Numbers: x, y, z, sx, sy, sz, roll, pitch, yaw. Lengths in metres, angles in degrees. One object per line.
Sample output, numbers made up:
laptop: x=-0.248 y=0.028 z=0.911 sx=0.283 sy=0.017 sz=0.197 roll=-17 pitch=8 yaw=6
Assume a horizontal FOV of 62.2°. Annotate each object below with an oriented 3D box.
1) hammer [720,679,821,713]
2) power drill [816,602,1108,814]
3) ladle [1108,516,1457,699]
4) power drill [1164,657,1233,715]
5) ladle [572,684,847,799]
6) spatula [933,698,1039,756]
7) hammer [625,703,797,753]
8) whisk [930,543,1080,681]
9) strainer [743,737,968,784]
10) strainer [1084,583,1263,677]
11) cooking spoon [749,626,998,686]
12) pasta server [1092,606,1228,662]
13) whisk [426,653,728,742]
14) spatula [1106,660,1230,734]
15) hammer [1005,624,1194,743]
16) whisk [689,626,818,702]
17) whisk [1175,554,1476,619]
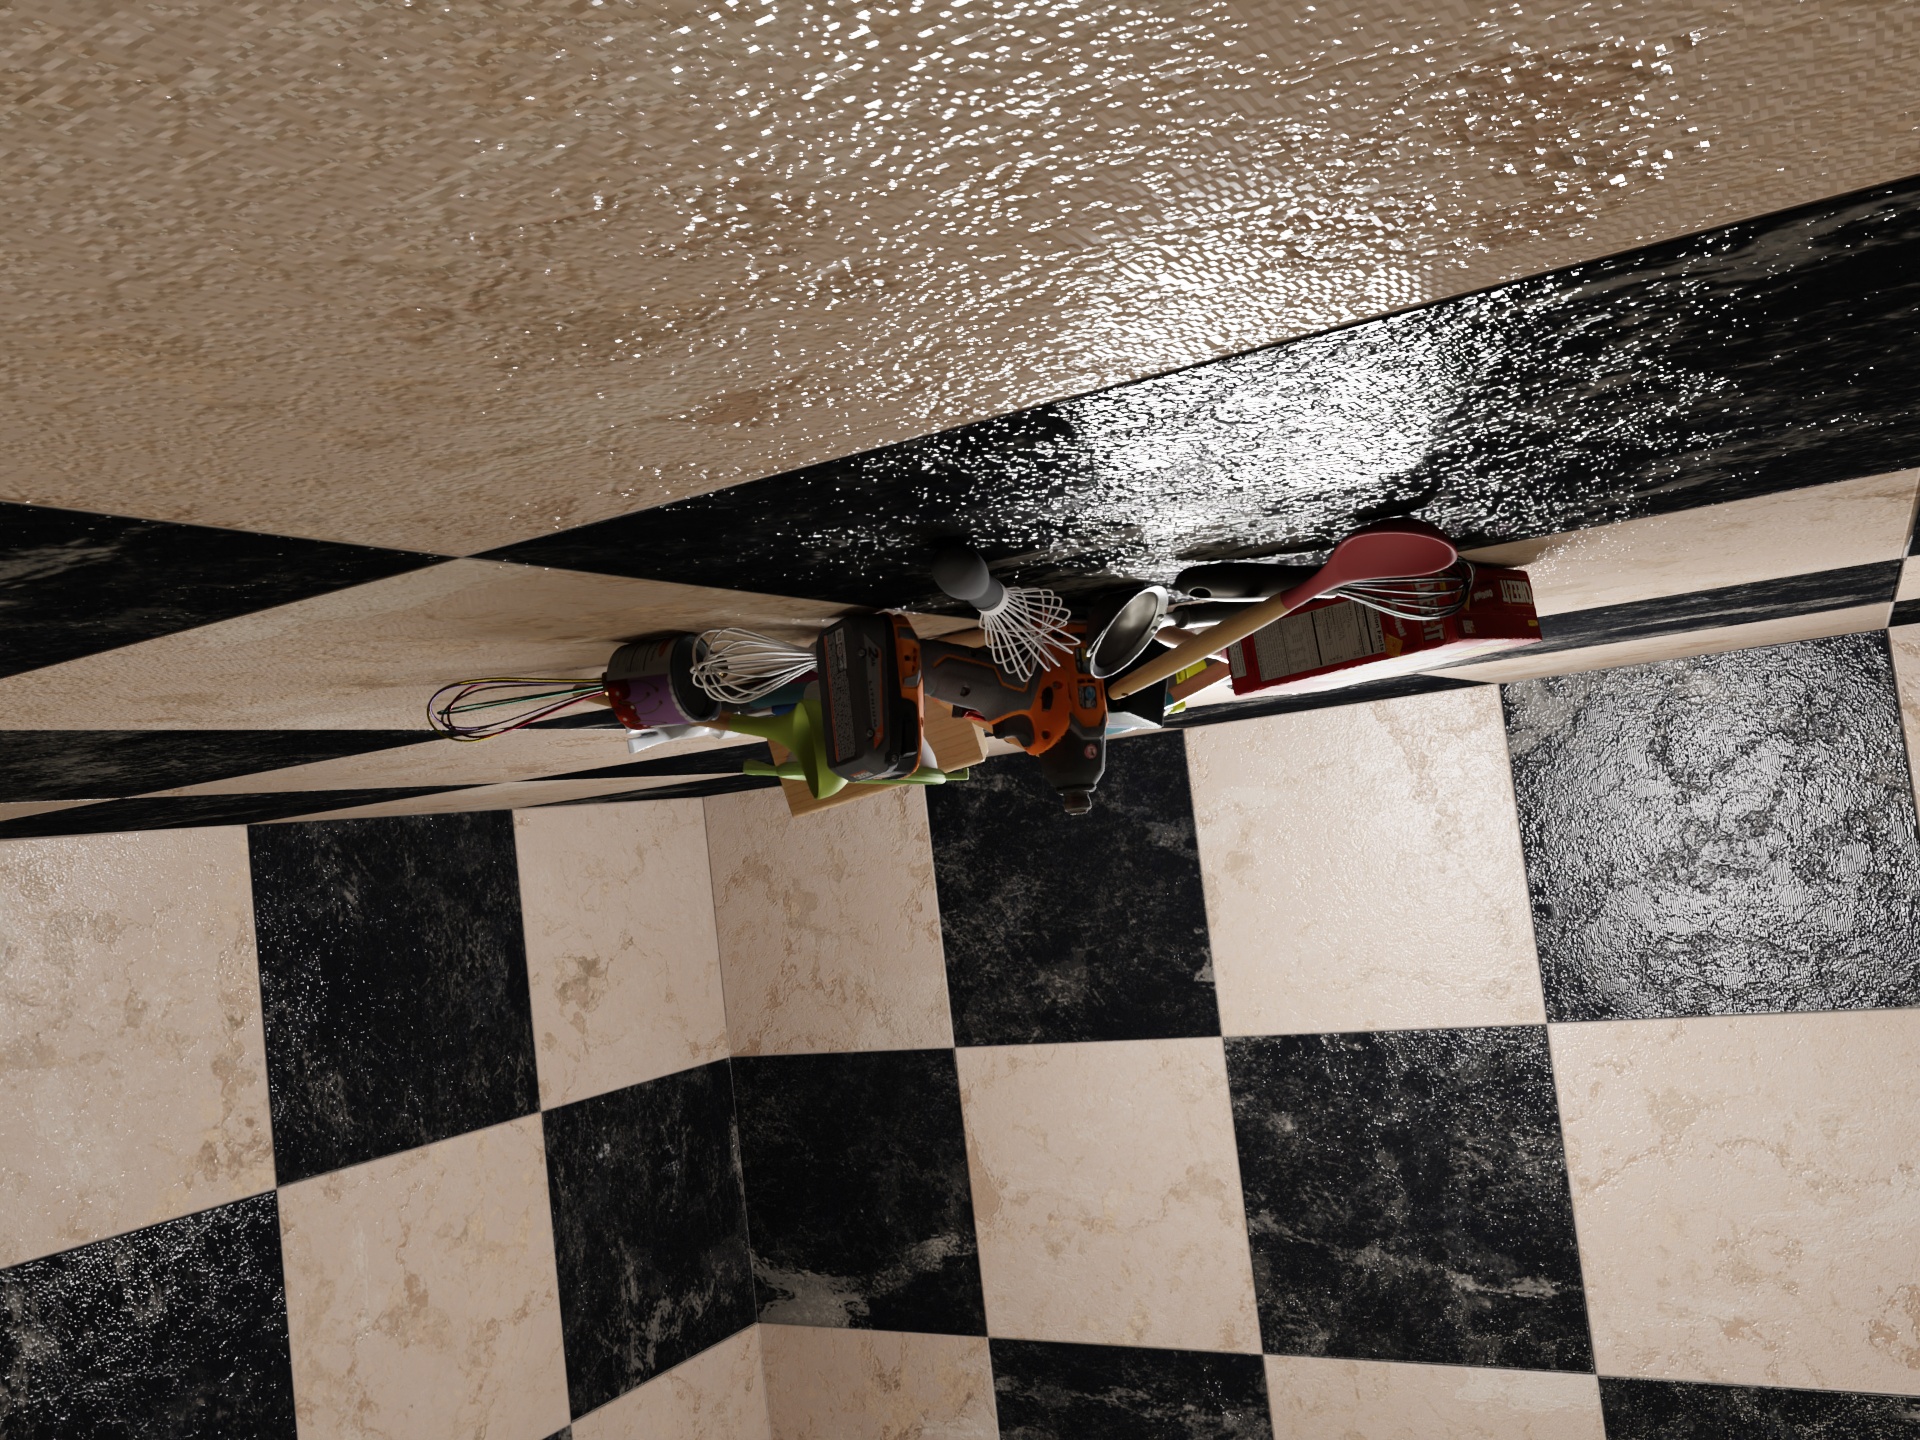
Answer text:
hammer: x=-0.187 y=-0.020 z=1.401 sx=0.331 sy=0.033 sz=0.128 roll=-4 pitch=-172 yaw=41
power drill: x=0.013 y=-0.005 z=1.206 sx=0.226 sy=0.164 sz=0.084 roll=-2 pitch=171 yaw=-29
ladle: x=0.211 y=-0.073 z=1.115 sx=0.069 sy=0.031 sz=0.315 roll=22 pitch=148 yaw=-30
power drill: x=0.246 y=-0.048 z=1.619 sx=0.223 sy=0.080 sz=0.171 roll=-8 pitch=177 yaw=-25
ladle: x=-0.212 y=0.002 z=1.294 sx=0.320 sy=0.078 sz=0.062 roll=11 pitch=-155 yaw=34
spatula: x=-0.002 y=-0.005 z=1.478 sx=0.081 sy=0.041 sz=0.323 roll=8 pitch=-166 yaw=-42
hammer: x=-0.187 y=-0.009 z=1.576 sx=0.144 sy=0.035 sz=0.405 roll=-10 pitch=180 yaw=-39
whisk: x=0.027 y=-0.075 z=1.042 sx=0.070 sy=0.070 sz=0.284 roll=-8 pitch=172 yaw=13
strainer: x=-0.121 y=0.021 z=1.448 sx=0.151 sy=0.069 sz=0.256 roll=6 pitch=176 yaw=-40
strainer: x=0.170 y=-0.081 z=1.257 sx=0.258 sy=0.050 sz=0.086 roll=-10 pitch=136 yaw=-44
cooking spoon: x=-0.091 y=-0.049 z=1.422 sx=0.319 sy=0.017 sz=0.069 roll=-10 pitch=-169 yaw=40
pasta server: x=0.215 y=-0.067 z=1.388 sx=0.040 sy=0.060 sz=0.316 roll=-11 pitch=165 yaw=39
whisk: x=-0.311 y=-0.022 z=1.295 sx=0.245 sy=0.047 sz=0.051 roll=-10 pitch=175 yaw=-3
spatula: x=0.209 y=-0.041 z=1.484 sx=0.317 sy=0.044 sz=0.082 roll=-26 pitch=177 yaw=-27
hammer: x=0.114 y=-0.025 z=1.547 sx=0.127 sy=0.034 sz=0.337 roll=-22 pitch=176 yaw=-19
whisk: x=-0.115 y=-0.049 z=1.222 sx=0.058 sy=0.059 sz=0.246 roll=-28 pitch=169 yaw=34
whisk: x=0.266 y=-0.099 z=1.148 sx=0.239 sy=0.055 sz=0.055 roll=-1 pitch=174 yaw=-16
